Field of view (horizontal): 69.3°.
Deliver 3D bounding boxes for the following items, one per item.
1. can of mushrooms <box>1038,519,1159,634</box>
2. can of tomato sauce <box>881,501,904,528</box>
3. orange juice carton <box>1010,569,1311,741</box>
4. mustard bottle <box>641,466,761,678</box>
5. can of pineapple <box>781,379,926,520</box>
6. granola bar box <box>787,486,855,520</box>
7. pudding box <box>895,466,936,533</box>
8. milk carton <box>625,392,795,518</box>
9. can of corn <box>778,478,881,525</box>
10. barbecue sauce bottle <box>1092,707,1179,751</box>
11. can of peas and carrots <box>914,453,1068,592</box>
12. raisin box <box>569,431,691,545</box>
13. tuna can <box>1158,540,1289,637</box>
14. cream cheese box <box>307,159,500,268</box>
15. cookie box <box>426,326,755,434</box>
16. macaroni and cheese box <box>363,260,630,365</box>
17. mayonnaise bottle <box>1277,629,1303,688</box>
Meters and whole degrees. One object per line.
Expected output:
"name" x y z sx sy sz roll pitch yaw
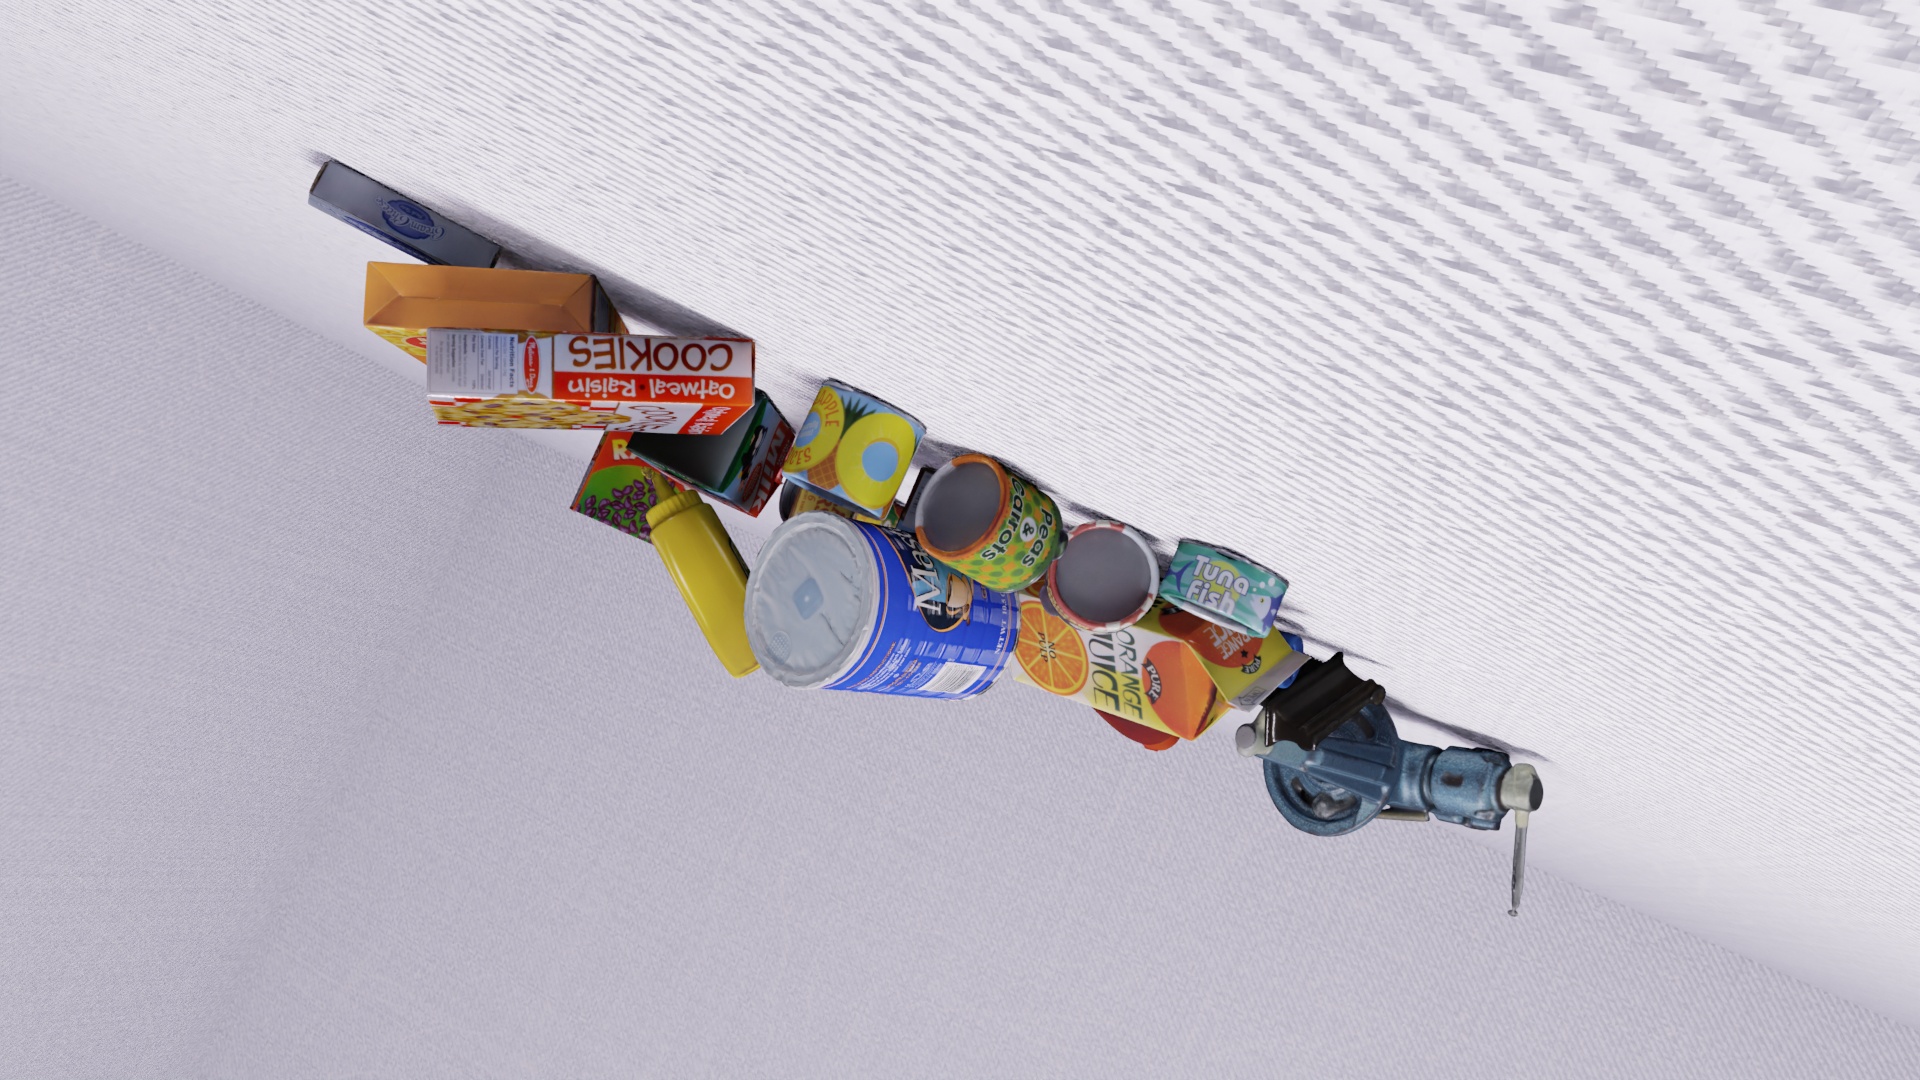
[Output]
"can of mushrooms" 0.081 0.023 0.821 0.071 0.071 0.033 24 173 3
"can of tomato sauce" -0.089 -0.014 1.202 0.071 0.071 0.083 19 172 43
"orange juice carton" 0.121 0.066 0.881 0.193 0.072 0.072 15 -147 43
"mustard bottle" -0.175 0.016 0.951 0.160 0.049 0.065 60 172 2
"can of pineapple" -0.062 -0.051 0.787 0.071 0.058 0.071 24 174 3
"granola bar box" -0.095 -0.010 0.960 0.039 0.124 0.165 18 174 -3
"pudding box" 0.003 -0.012 0.928 0.084 0.049 0.030 21 175 27
"milk carton" -0.174 -0.068 1.013 0.072 0.073 0.190 25 175 3
"can of corn" -0.099 -0.032 1.101 0.058 0.071 0.071 28 173 -39
"barbecue sauce bottle" 0.133 0.123 1.011 0.065 0.044 0.148 12 165 21
"can of peas and carrots" 0.018 -0.010 0.802 0.071 0.071 0.058 18 171 44
"raisin box" -0.248 -0.064 1.115 0.086 0.123 0.040 26 174 -19
"tuna can" 0.147 0.027 0.776 0.071 0.033 0.071 24 175 2
"cream cheese box" -0.324 -0.184 0.811 0.104 0.024 0.053 26 175 -26
"cookie box" -0.207 -0.088 0.781 0.168 0.040 0.123 0 177 -18
"macaroni and cheese box" -0.273 -0.127 0.841 0.124 0.040 0.166 3 177 -6
"mayonnaise bottle" 0.157 0.061 0.942 0.148 0.041 0.064 17 129 33
